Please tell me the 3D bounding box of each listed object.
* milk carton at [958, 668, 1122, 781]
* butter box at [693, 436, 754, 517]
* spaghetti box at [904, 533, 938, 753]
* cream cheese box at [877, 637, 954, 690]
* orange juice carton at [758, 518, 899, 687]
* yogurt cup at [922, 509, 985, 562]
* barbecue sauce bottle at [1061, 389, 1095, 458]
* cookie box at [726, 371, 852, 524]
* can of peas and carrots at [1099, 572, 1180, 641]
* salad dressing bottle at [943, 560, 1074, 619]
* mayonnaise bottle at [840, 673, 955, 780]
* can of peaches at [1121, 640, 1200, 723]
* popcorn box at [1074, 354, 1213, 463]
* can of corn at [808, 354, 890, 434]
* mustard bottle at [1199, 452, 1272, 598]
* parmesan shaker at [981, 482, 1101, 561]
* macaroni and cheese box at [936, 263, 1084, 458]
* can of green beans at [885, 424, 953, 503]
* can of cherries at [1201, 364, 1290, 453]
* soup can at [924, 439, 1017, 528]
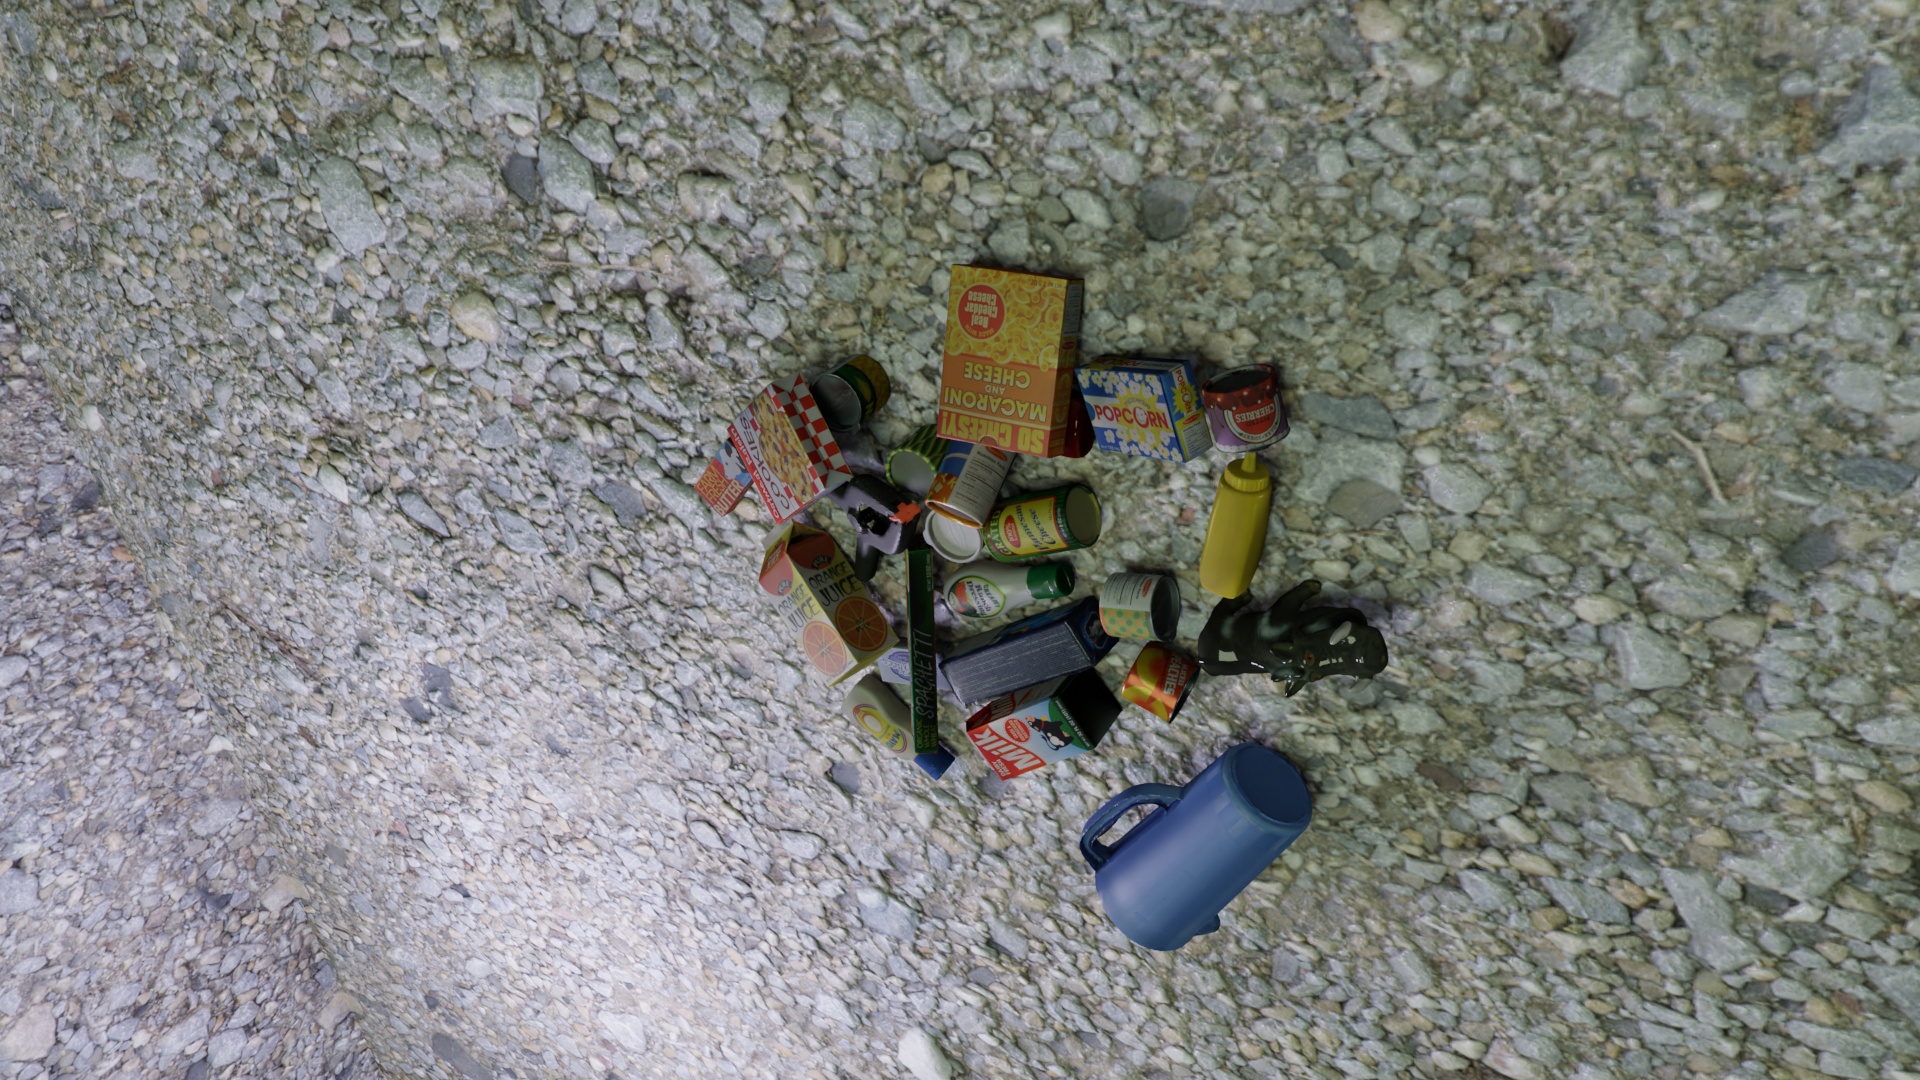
[{"bbox_3d":[0.078,0.206,1.534,0.190,0.074,0.072,-28,101,43],"label":"milk carton"},{"bbox_3d":[-0.270,-0.076,1.625,0.053,0.024,0.103,45,133,2],"label":"butter box"},{"bbox_3d":[-0.043,0.118,1.544,0.029,0.050,0.249,-3,110,-6],"label":"spaghetti box"},{"bbox_3d":[-0.051,0.142,1.616,0.104,0.024,0.053,4,121,33],"label":"cream cheese box"},{"bbox_3d":[-0.163,0.064,1.597,0.193,0.073,0.071,56,134,7],"label":"orange juice carton"},{"bbox_3d":[0.005,-0.018,1.453,0.072,0.054,0.072,17,127,25],"label":"yogurt cup"},{"bbox_3d":[0.058,-0.125,1.356,0.148,0.044,0.064,15,119,27],"label":"barbecue sauce bottle"},{"bbox_3d":[-0.185,-0.096,1.485,0.123,0.040,0.167,63,152,0],"label":"cookie box"},{"bbox_3d":[0.179,0.067,1.381,0.058,0.071,0.070,3,120,34],"label":"can of peas and carrots"},{"bbox_3d":[0.051,0.049,1.472,0.147,0.044,0.064,-10,112,38],"label":"salad dressing bottle"},{"bbox_3d":[-0.073,0.228,1.675,0.148,0.041,0.064,40,131,7],"label":"mayonnaise bottle"},{"bbox_3d":[0.204,0.142,1.412,0.058,0.071,0.070,28,131,18],"label":"can of peaches"},{"bbox_3d":[0.165,-0.121,1.256,0.127,0.038,0.085,16,131,57],"label":"popcorn box"},{"bbox_3d":[-0.114,-0.152,1.446,0.071,0.058,0.070,17,127,25],"label":"can of corn"},{"bbox_3d":[0.255,-0.025,1.269,0.049,0.065,0.159,21,129,24],"label":"mustard bottle"},{"bbox_3d":[0.080,-0.021,1.393,0.103,0.072,0.071,-11,111,38],"label":"parmesan shaker"},{"bbox_3d":[0.044,-0.170,1.304,0.124,0.040,0.166,13,106,28],"label":"macaroni and cheese box"},{"bbox_3d":[-0.036,-0.079,1.440,0.071,0.058,0.071,17,127,25],"label":"can of green beans"},{"bbox_3d":[0.250,-0.115,1.212,0.071,0.072,0.058,-3,116,36],"label":"can of cherries"},{"bbox_3d":[0.009,-0.062,1.388,0.071,0.084,0.071,24,169,5],"label":"soup can"}]
